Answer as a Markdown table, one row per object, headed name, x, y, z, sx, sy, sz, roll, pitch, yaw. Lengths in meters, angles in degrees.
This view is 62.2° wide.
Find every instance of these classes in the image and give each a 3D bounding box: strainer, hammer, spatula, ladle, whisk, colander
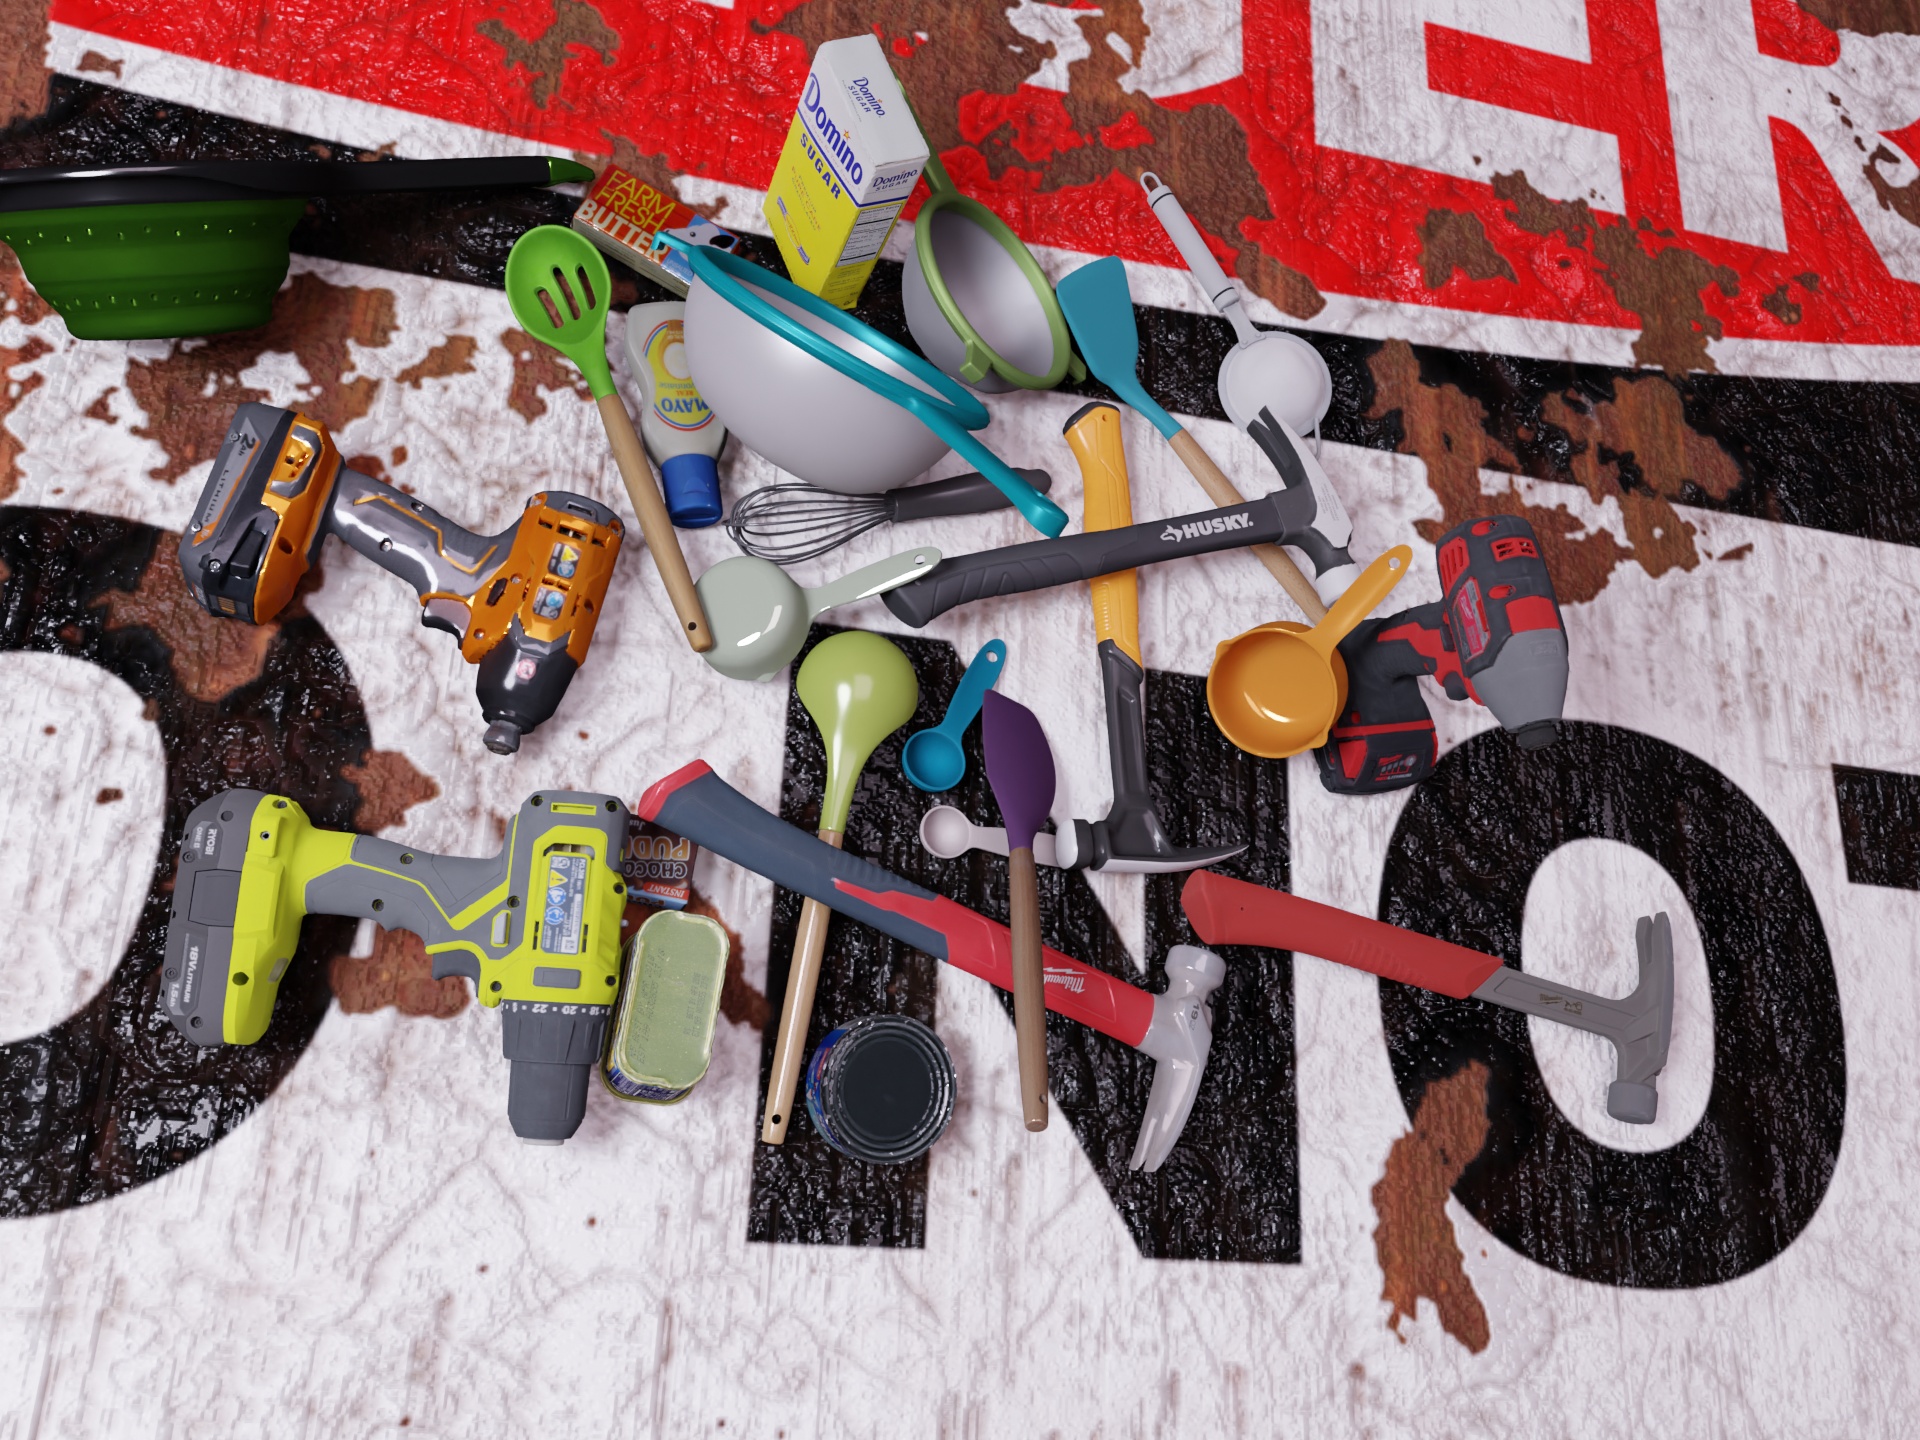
| name | x | y | z | sx | sy | sz | roll | pitch | yaw |
| --- | --- | --- | --- | --- | --- | --- | --- | --- | --- |
| strainer | -0.019 | -0.327 | 1.098 | 0.151 | 0.069 | 0.256 | -17 | 80 | -55 |
| hammer | 0.321 | 0.156 | 1.075 | 0.359 | 0.036 | 0.149 | 18 | 68 | -11 |
| spatula | 0.039 | 0.101 | 0.948 | 0.059 | 0.018 | 0.316 | 27 | 40 | -26 |
| ladle | -0.085 | 0.096 | 0.978 | 0.078 | 0.062 | 0.320 | 11 | 77 | -6 |
| whisk | -0.044 | -0.144 | 1.060 | 0.239 | 0.055 | 0.055 | -13 | 77 | -23 |
| hammer | 0.104 | -0.119 | 1.061 | 0.334 | 0.035 | 0.146 | -12 | 75 | -18 |
| strainer | 0.202 | -0.308 | 1.190 | 0.087 | 0.050 | 0.258 | -28 | 79 | -8 |
| spatula | 0.176 | -0.190 | 1.140 | 0.317 | 0.044 | 0.082 | 52 | 49 | 3 |
| strainer | -0.059 | -0.169 | 0.958 | 0.210 | 0.095 | 0.341 | 14 | 24 | -47 |
| hammer | 0.115 | -0.062 | 1.083 | 0.127 | 0.034 | 0.337 | 3 | 71 | -20 |
| hammer | -0.017 | 0.137 | 0.947 | 0.386 | 0.038 | 0.143 | 27 | 68 | -18 |
| colander | -0.404 | -0.292 | 0.974 | 0.397 | 0.205 | 0.094 | -17 | 113 | -36 |

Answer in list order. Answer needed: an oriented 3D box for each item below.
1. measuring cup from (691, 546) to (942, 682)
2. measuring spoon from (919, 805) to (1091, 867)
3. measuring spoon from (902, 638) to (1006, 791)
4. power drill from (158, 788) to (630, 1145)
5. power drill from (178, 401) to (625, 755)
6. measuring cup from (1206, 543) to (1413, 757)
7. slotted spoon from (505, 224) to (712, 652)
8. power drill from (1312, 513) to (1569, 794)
| name | x | y | z | sx | sy | sz | roll | pitch | yaw |
| --- | --- | --- | --- | --- | --- | --- | --- | --- | --- |
| measuring cup | -0.093 | -0.081 | 0.987 | 0.167 | 0.038 | 0.083 | -19 | 69 | 9 |
| measuring spoon | 0.030 | 0.081 | 1.028 | 0.124 | 0.018 | 0.034 | 12 | 68 | -20 |
| measuring spoon | -0.002 | -0.003 | 1.045 | 0.042 | 0.021 | 0.129 | 33 | 58 | -5 |
| power drill | -0.299 | 0.128 | 0.865 | 0.228 | 0.080 | 0.191 | 6 | 79 | -10 |
| power drill | -0.328 | -0.080 | 0.937 | 0.226 | 0.084 | 0.164 | 17 | 69 | -15 |
| measuring cup | 0.238 | -0.052 | 1.043 | 0.095 | 0.173 | 0.052 | 45 | 26 | 11 |
| slotted spoon | -0.217 | -0.180 | 1.009 | 0.070 | 0.031 | 0.314 | -26 | 73 | 7 |
| power drill | 0.309 | -0.028 | 1.030 | 0.078 | 0.219 | 0.143 | -6 | 74 | -18 |
